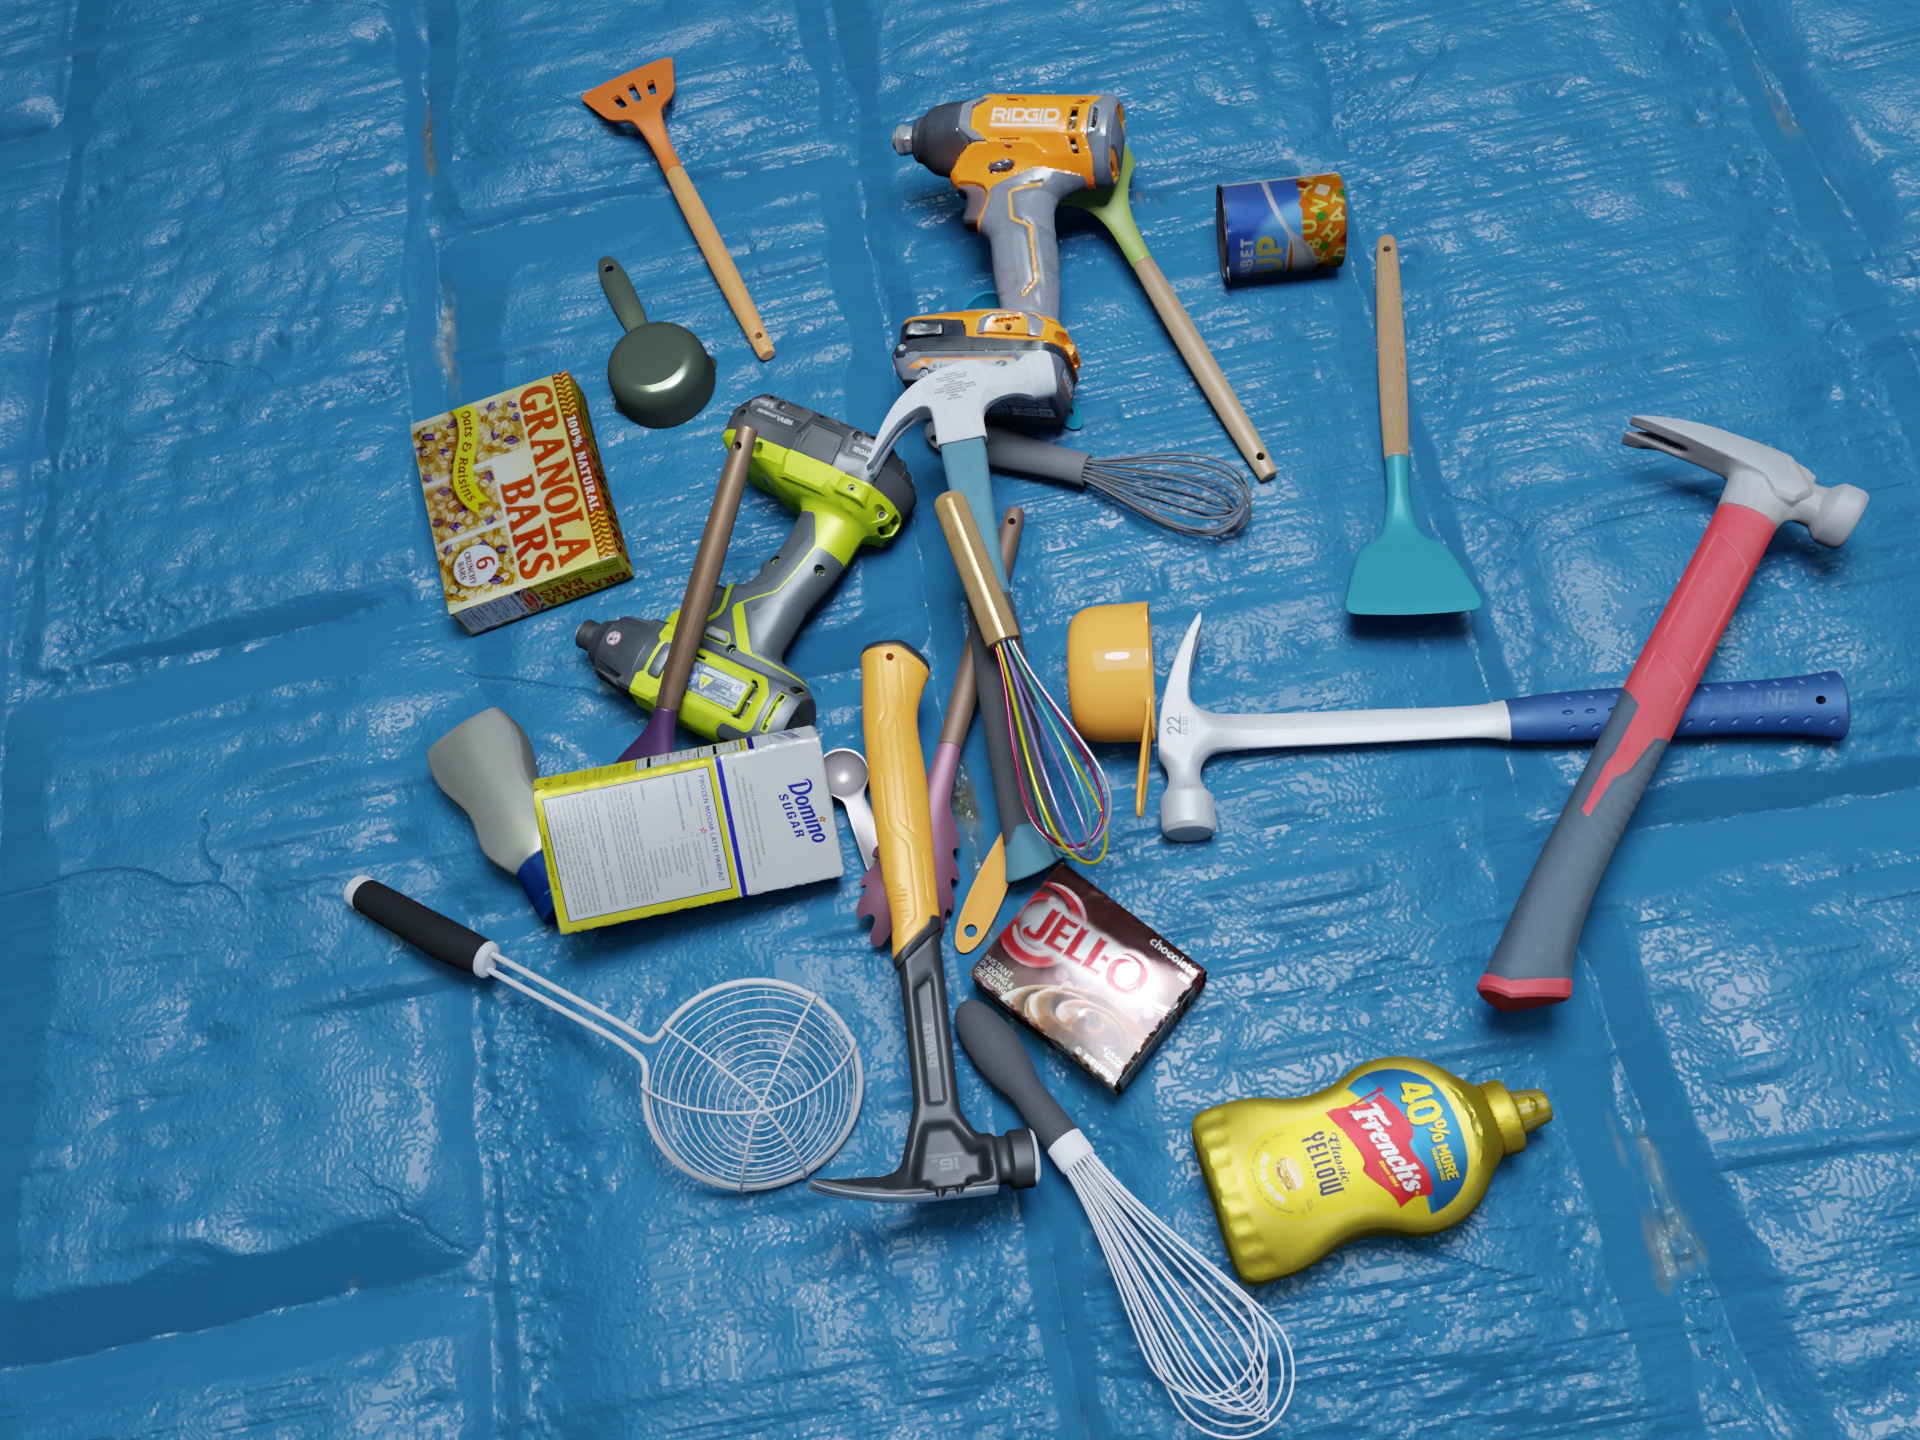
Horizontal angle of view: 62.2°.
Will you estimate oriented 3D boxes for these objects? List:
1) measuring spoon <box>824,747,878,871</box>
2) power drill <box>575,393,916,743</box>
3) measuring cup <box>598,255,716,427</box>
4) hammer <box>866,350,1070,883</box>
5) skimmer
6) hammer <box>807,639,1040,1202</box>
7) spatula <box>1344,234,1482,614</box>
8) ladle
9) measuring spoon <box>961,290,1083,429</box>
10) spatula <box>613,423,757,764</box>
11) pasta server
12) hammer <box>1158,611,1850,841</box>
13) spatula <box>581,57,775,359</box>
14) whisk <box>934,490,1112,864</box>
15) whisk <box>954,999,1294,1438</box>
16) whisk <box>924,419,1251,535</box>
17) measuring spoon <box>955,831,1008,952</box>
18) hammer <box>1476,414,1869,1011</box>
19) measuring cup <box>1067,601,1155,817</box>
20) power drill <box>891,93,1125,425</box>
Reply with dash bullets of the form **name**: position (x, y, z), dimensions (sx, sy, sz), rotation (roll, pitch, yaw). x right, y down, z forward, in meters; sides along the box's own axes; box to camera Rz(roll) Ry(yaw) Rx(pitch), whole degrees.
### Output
- **measuring spoon**: position (-0.059, 0.075, 1.013), dimensions (0.034, 0.018, 0.124), rotation (-20, 72, -15)
- **power drill**: position (-0.142, -0.097, 1.063), dimensions (0.171, 0.080, 0.223), rotation (24, 76, 16)
- **measuring cup**: position (-0.240, -0.292, 1.177), dimensions (0.083, 0.038, 0.168), rotation (-27, 68, -3)
- **hammer**: position (0.022, -0.065, 0.997), dimensions (0.128, 0.033, 0.331), rotation (-10, 82, 2)
- **skimmer**: position (-0.230, 0.172, 0.984), dimensions (0.363, 0.090, 0.127), rotation (20, 92, 27)
- **hammer**: position (-0.036, 0.108, 0.931), dimensions (0.127, 0.034, 0.337), rotation (-3, 66, -7)
- **spatula**: position (0.293, -0.202, 1.062), dimensions (0.082, 0.044, 0.318), rotation (-1, 66, 11)
- **ladle**: position (0.142, -0.298, 1.132), dimensions (0.078, 0.062, 0.320), rotation (-25, 73, -3)
- **measuring spoon**: position (0.047, -0.253, 1.136), dimensions (0.042, 0.021, 0.129), rotation (-38, 76, 4)
- **spatula**: position (-0.180, -0.033, 1.002), dimensions (0.060, 0.018, 0.316), rotation (21, 98, 19)
- **pasta server**: position (-0.002, -0.003, 1.027), dimensions (0.060, 0.040, 0.316), rotation (16, 64, -1)
- **hammer**: position (0.324, -0.005, 0.978), dimensions (0.405, 0.035, 0.144), rotation (-3, 67, 7)
- **spatula**: position (-0.209, -0.401, 1.230), dimensions (0.081, 0.041, 0.323), rotation (-26, 70, -3)
- **whisk**: position (0.035, -0.027, 0.959), dimensions (0.047, 0.051, 0.245), rotation (-16, 77, -21)
- **whisk**: position (0.082, 0.267, 0.890), dimensions (0.070, 0.070, 0.285), rotation (-35, 63, -7)
- **whisk**: position (0.084, -0.172, 1.079), dimensions (0.239, 0.055, 0.055), rotation (17, 71, 18)
- **measuring spoon**: position (0.024, 0.092, 0.996), dimensions (0.021, 0.011, 0.117), rotation (23, 76, 9)
- **hammer**: position (0.385, -0.008, 0.931), dimensions (0.143, 0.038, 0.386), rotation (28, 74, 19)
- **measuring cup**: position (0.089, -0.002, 0.961), dimensions (0.052, 0.095, 0.174), rotation (-1, 40, 10)
- **power drill**: position (0.018, -0.327, 1.102), dimensions (0.164, 0.084, 0.226), rotation (7, 80, 15)
